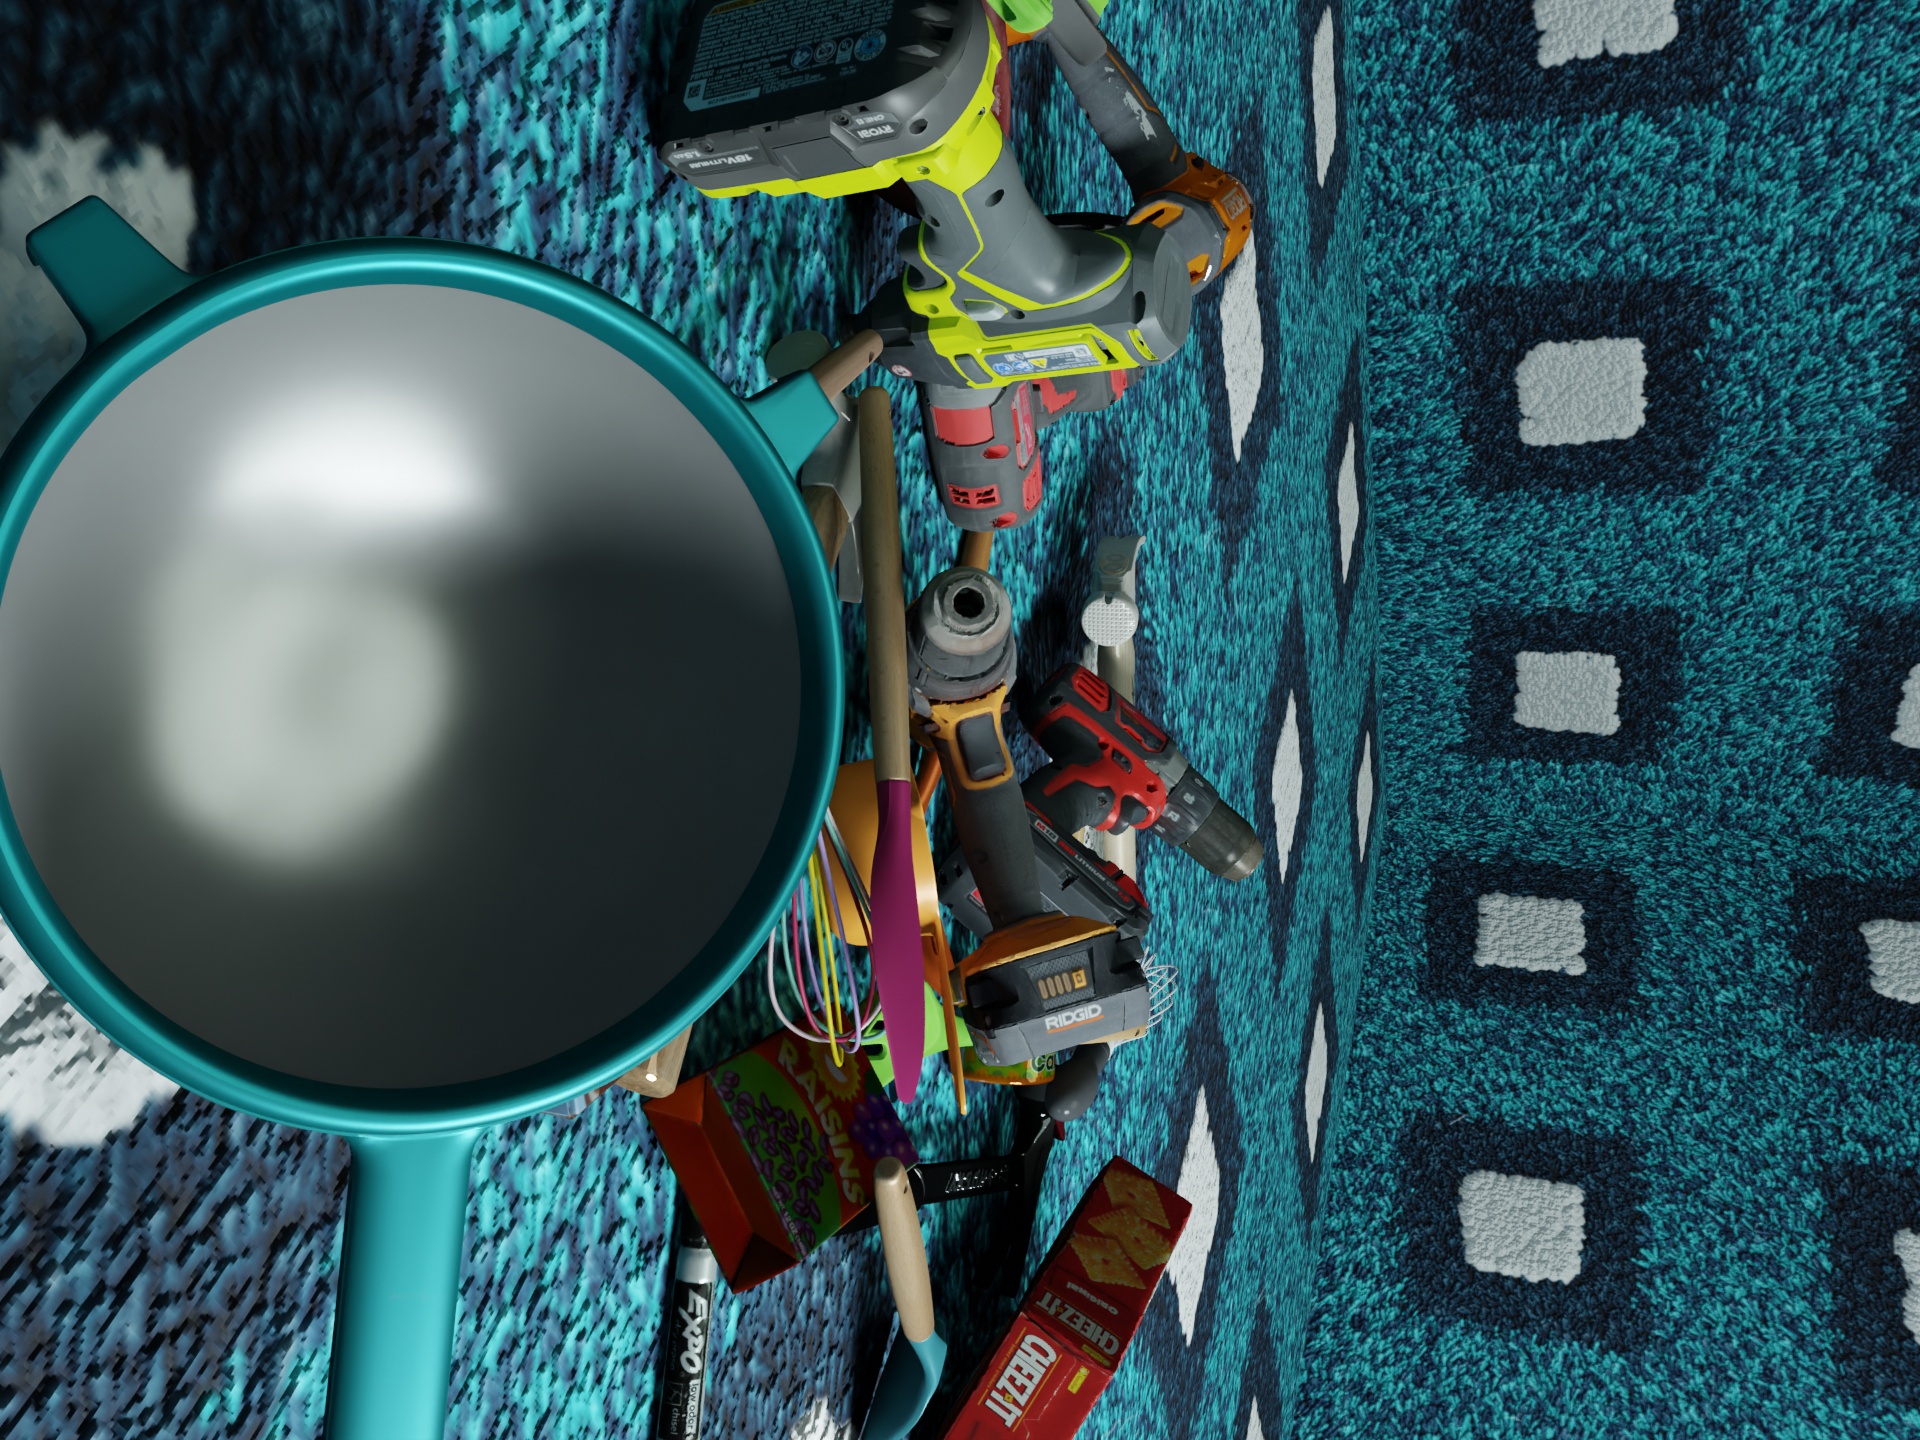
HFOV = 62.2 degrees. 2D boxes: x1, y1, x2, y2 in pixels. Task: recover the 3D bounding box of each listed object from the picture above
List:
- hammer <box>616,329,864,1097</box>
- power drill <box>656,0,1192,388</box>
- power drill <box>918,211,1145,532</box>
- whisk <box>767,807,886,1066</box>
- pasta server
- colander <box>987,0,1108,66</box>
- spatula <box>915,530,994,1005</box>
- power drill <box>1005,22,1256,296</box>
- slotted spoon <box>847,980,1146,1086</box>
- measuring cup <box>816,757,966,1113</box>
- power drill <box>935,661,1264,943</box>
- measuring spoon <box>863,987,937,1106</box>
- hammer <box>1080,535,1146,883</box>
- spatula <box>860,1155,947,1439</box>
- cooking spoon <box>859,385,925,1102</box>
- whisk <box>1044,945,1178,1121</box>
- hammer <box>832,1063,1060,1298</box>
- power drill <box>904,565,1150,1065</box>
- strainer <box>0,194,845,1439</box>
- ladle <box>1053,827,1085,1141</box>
[{"bbox_3d":[-0.087,-0.001,0.687,0.129,0.031,0.331,60,38,-55],"label":"hammer"},{"bbox_3d":[-0.019,-0.214,0.673,0.223,0.171,0.080,34,60,-57],"label":"power drill"},{"bbox_3d":[0.039,-0.219,0.938,0.220,0.078,0.143,-56,143,-50],"label":"power drill"},{"bbox_3d":[-0.062,0.038,0.652,0.047,0.051,0.244,-45,134,-54],"label":"whisk"},{"bbox_3d":[-0.099,-0.080,0.595,0.316,0.040,0.060,-53,158,-46],"label":"pasta server"},{"bbox_3d":[0.039,-0.368,0.662,0.204,0.094,0.398,47,22,-29],"label":"colander"},{"bbox_3d":[-0.001,-0.003,0.902,0.081,0.041,0.323,55,42,-57],"label":"spatula"},{"bbox_3d":[0.100,-0.369,0.946,0.226,0.084,0.164,58,31,-12],"label":"power drill"},{"bbox_3d":[0.025,0.173,0.879,0.313,0.031,0.070,14,104,-55],"label":"slotted spoon"},{"bbox_3d":[-0.035,0.099,0.730,0.095,0.052,0.174,93,-13,-63],"label":"measuring cup"},{"bbox_3d":[0.097,0.076,1.000,0.080,0.188,0.227,-48,-177,35],"label":"power drill"},{"bbox_3d":[-0.034,0.170,0.883,0.129,0.021,0.042,-56,147,-69],"label":"measuring spoon"},{"bbox_3d":[0.122,0.062,1.216,0.146,0.038,0.410,-71,160,-59],"label":"hammer"},{"bbox_3d":[-0.033,0.279,0.758,0.317,0.044,0.082,87,20,-50],"label":"spatula"},{"bbox_3d":[-0.030,0.002,0.689,0.068,0.017,0.319,57,29,-73],"label":"cooking spoon"},{"bbox_3d":[0.098,0.210,1.082,0.284,0.070,0.070,-27,118,-72],"label":"whisk"},{"bbox_3d":[-0.024,0.262,0.879,0.408,0.036,0.149,30,71,-66],"label":"hammer"},{"bbox_3d":[0.019,0.043,0.751,0.185,0.084,0.226,112,-37,-77],"label":"power drill"},{"bbox_3d":[-0.148,0.055,0.410,0.210,0.095,0.340,6,90,-36],"label":"strainer"},{"bbox_3d":[0.075,0.140,1.146,0.069,0.031,0.316,64,31,-71],"label":"ladle"}]
